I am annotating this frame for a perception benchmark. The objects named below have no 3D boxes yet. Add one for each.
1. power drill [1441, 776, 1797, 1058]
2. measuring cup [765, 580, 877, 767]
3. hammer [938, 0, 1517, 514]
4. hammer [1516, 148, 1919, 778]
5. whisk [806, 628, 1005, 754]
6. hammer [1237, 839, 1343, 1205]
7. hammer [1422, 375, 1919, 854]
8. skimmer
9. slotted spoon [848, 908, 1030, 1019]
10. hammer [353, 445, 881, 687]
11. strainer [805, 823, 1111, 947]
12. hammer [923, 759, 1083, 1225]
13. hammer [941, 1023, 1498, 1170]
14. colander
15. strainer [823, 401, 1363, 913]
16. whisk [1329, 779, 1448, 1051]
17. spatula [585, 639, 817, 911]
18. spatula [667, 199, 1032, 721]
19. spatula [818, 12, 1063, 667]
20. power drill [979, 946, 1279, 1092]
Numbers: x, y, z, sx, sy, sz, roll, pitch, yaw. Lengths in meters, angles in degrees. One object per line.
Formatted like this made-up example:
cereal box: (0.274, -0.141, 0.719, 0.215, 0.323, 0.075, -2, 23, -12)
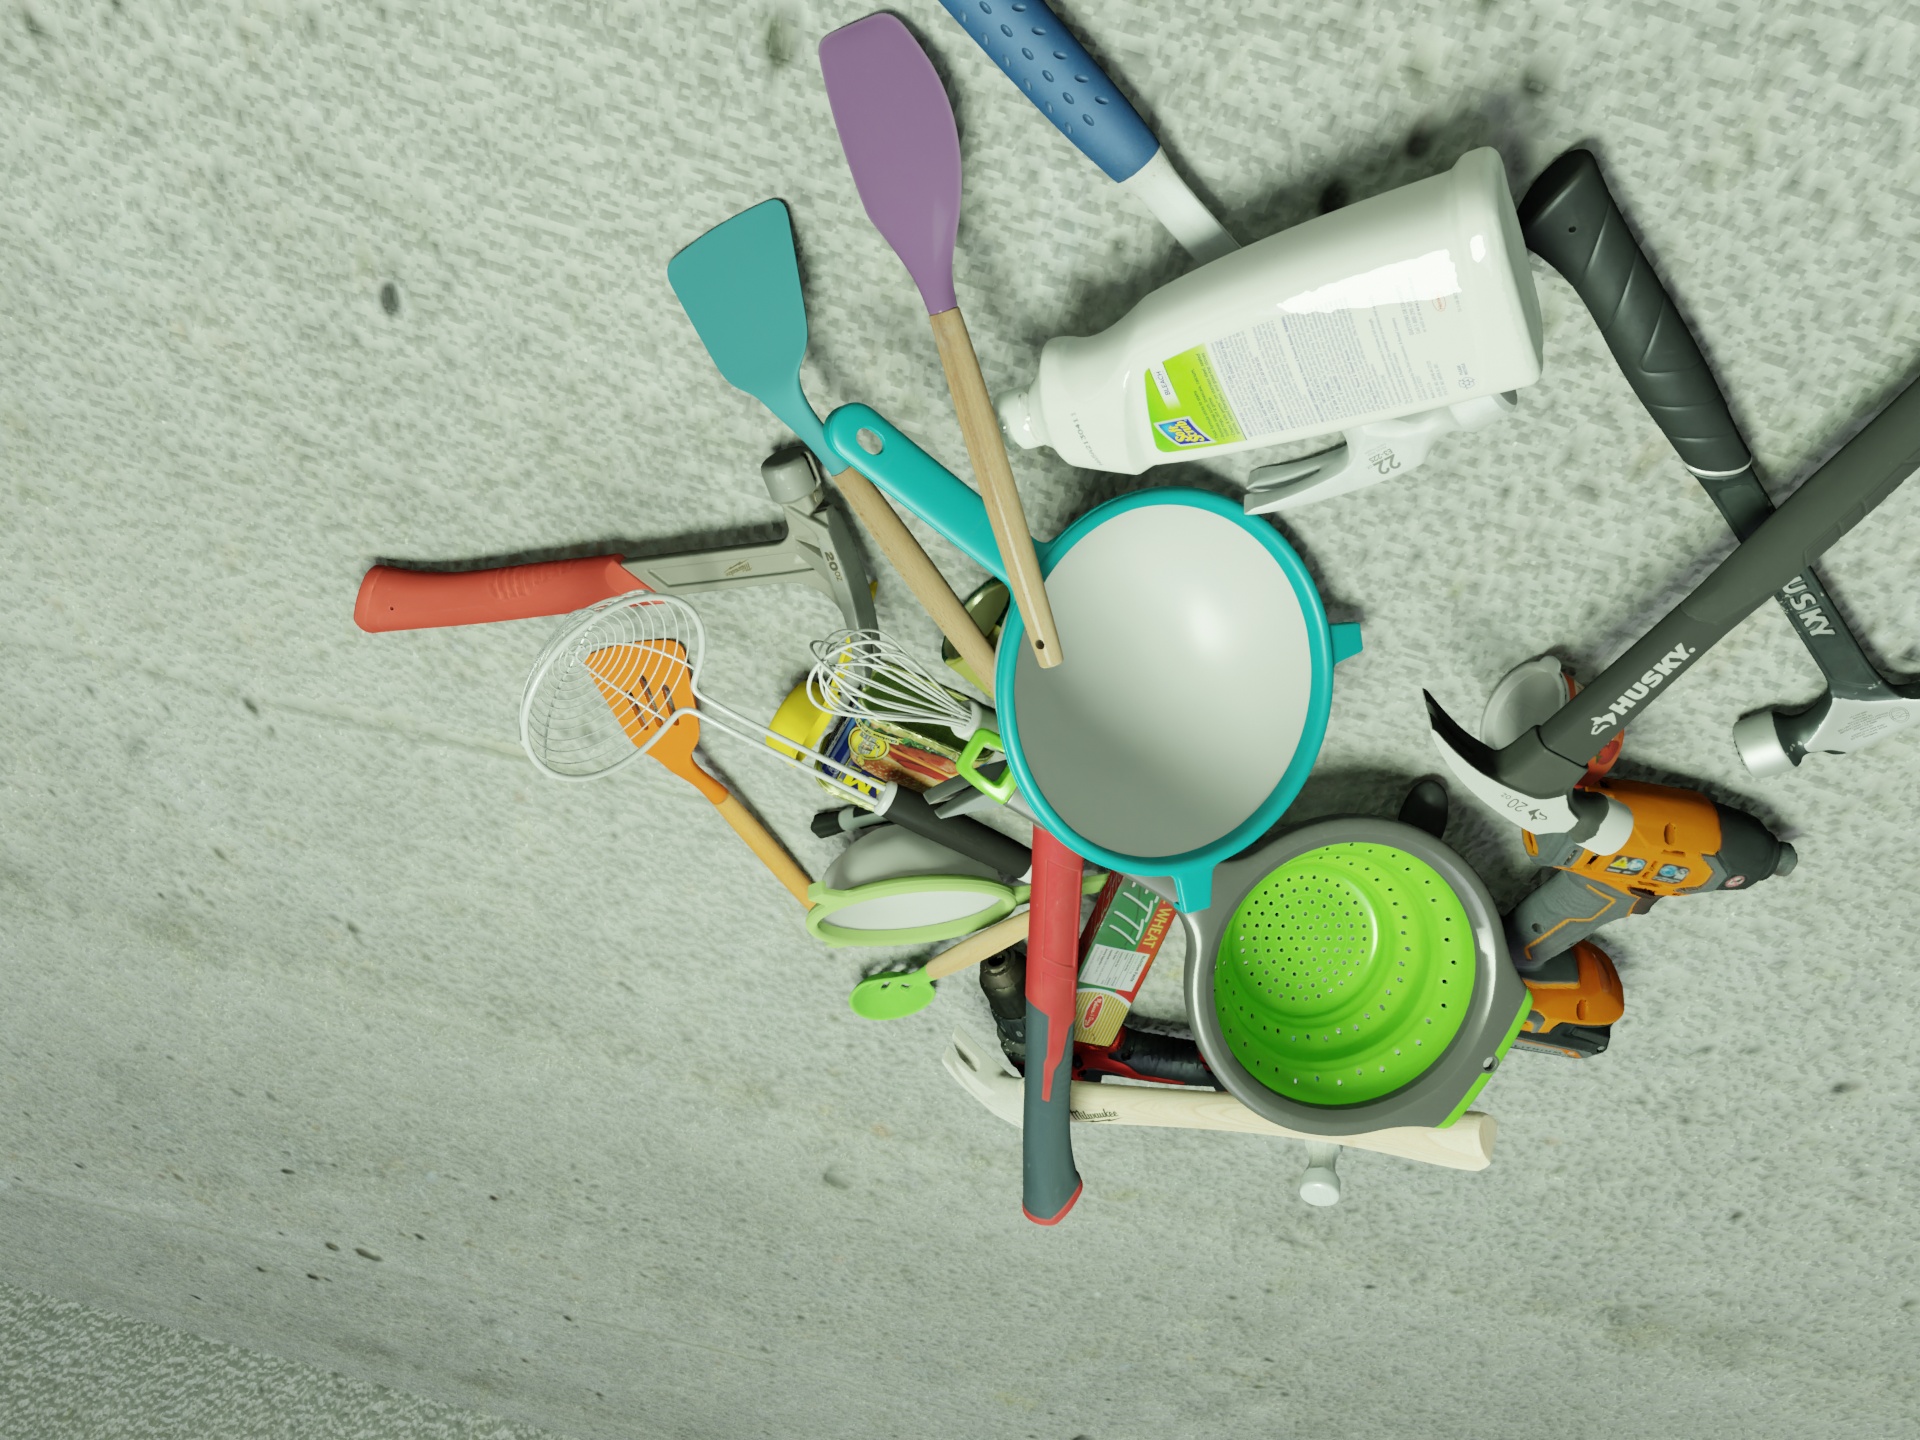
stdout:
power drill: (0.415, 0.126, 1.025, 0.164, 0.084, 0.226, 10, 136, -5)
measuring cup: (-0.089, -0.035, 1.021, 0.029, 0.062, 0.156, 30, 128, 5)
hammer: (0.084, -0.245, 0.733, 0.144, 0.035, 0.405, -28, 124, 38)
hammer: (0.390, -0.117, 0.791, 0.149, 0.036, 0.408, -24, 126, 35)
whisk: (-0.002, -0.003, 0.972, 0.246, 0.059, 0.058, 21, 111, -46)
hammer: (0.233, 0.198, 1.148, 0.033, 0.128, 0.330, -7, 126, 22)
hammer: (0.376, -0.064, 0.787, 0.146, 0.035, 0.334, 25, 128, -15)
skimmer: (-0.092, 0.035, 0.967, 0.363, 0.090, 0.127, 27, 102, -23)
slotted spoon: (-0.007, 0.183, 1.207, 0.070, 0.031, 0.313, 12, 155, -22)
hammer: (-0.227, -0.078, 0.999, 0.359, 0.037, 0.149, -4, 122, 23)
strainer: (0.014, 0.103, 1.136, 0.256, 0.069, 0.151, -8, 159, -2)
hammer: (0.047, 0.196, 1.078, 0.143, 0.038, 0.386, -10, 120, -18)
hammer: (0.174, 0.275, 1.139, 0.411, 0.038, 0.146, -6, 137, 40)
colander: (0.166, 0.111, 1.006, 0.397, 0.094, 0.204, 31, 94, -10)
strainer: (0.050, -0.059, 0.869, 0.340, 0.211, 0.095, 36, 171, -22)
whisk: (0.300, 0.142, 1.102, 0.070, 0.070, 0.284, 7, 134, 8)
spatula: (-0.161, 0.062, 1.166, 0.081, 0.041, 0.322, -8, 139, 25)
spatula: (-0.044, -0.123, 0.863, 0.082, 0.044, 0.317, -20, 120, 31)
spatula: (0.002, -0.172, 0.762, 0.060, 0.018, 0.315, -7, 110, 30)
power drill: (0.132, 0.240, 1.243, 0.227, 0.080, 0.187, -4, 136, 24)
